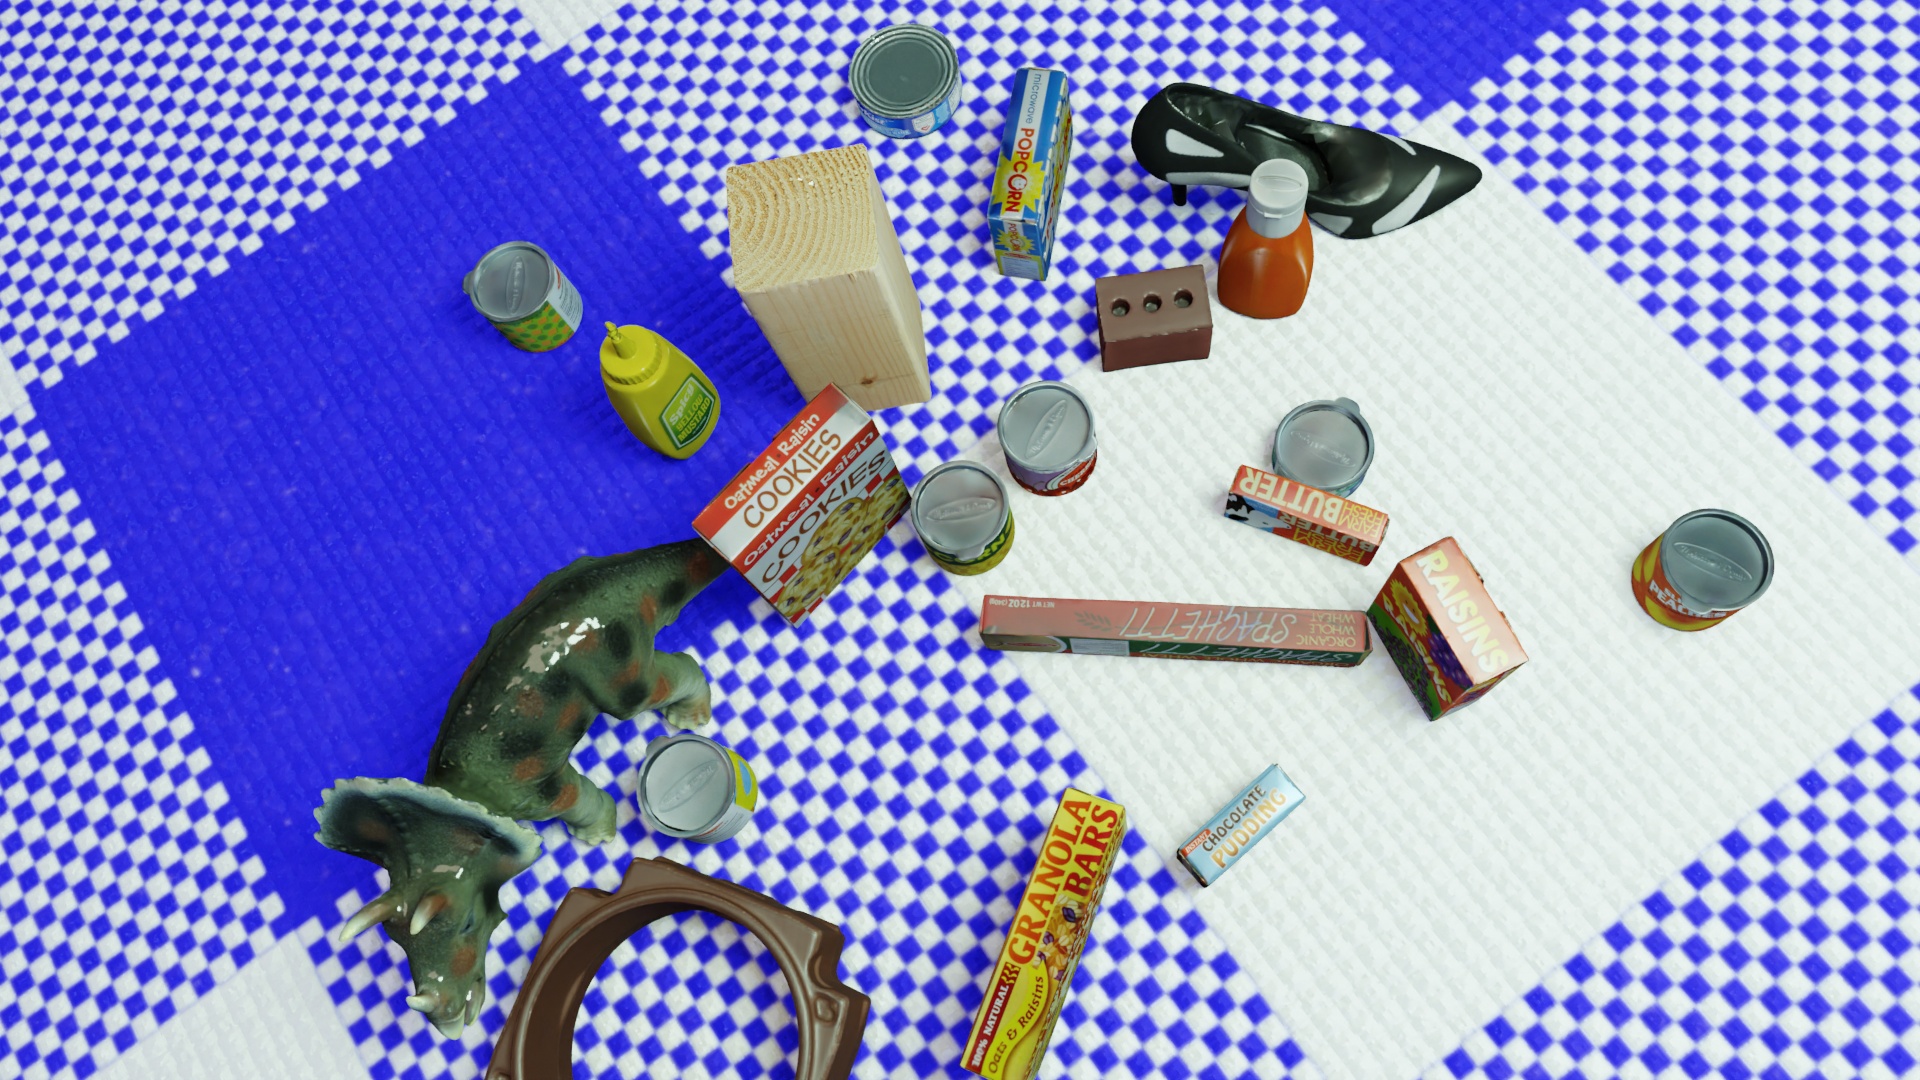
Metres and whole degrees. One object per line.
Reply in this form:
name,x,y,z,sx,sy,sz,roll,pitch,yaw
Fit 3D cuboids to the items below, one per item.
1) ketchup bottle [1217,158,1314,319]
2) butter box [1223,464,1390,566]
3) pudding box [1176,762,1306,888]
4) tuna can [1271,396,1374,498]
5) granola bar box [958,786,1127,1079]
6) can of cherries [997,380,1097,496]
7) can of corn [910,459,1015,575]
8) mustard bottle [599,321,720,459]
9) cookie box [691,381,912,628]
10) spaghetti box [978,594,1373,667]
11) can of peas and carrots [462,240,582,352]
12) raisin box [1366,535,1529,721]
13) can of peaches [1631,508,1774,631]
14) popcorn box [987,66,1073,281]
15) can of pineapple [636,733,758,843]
ketchup bottle,0.208,-0.201,0.936,0.065,0.148,0.043,10,74,11
butter box,0.229,-0.017,0.924,0.103,0.053,0.024,20,76,13
pudding box,0.175,0.179,0.870,0.084,0.049,0.030,-40,72,-6
tuna can,0.248,-0.062,0.947,0.071,0.032,0.071,-2,72,7
granola bar box,0.053,0.236,0.827,0.039,0.124,0.166,20,76,13
can of cherries,0.063,-0.067,0.959,0.071,0.058,0.071,-2,72,7
can of corn,0.003,-0.012,0.949,0.071,0.058,0.071,-2,72,7
mustard bottle,-0.212,-0.108,0.954,0.049,0.160,0.065,29,79,15
cookie box,-0.098,-0.019,0.907,0.040,0.167,0.123,40,82,17
spaghetti box,0.139,0.060,0.913,0.250,0.050,0.029,2,73,8
can of peas and carrots,-0.329,-0.182,1.047,0.071,0.058,0.071,-2,72,7
raisin box,0.297,0.057,0.854,0.040,0.123,0.086,-25,71,-1
can of peaches,0.466,0.022,0.879,0.071,0.058,0.071,-2,72,7
popcorn box,0.052,-0.266,1.011,0.038,0.085,0.127,8,74,10
can of pineapple,-0.173,0.163,0.915,0.071,0.057,0.071,-2,72,7
